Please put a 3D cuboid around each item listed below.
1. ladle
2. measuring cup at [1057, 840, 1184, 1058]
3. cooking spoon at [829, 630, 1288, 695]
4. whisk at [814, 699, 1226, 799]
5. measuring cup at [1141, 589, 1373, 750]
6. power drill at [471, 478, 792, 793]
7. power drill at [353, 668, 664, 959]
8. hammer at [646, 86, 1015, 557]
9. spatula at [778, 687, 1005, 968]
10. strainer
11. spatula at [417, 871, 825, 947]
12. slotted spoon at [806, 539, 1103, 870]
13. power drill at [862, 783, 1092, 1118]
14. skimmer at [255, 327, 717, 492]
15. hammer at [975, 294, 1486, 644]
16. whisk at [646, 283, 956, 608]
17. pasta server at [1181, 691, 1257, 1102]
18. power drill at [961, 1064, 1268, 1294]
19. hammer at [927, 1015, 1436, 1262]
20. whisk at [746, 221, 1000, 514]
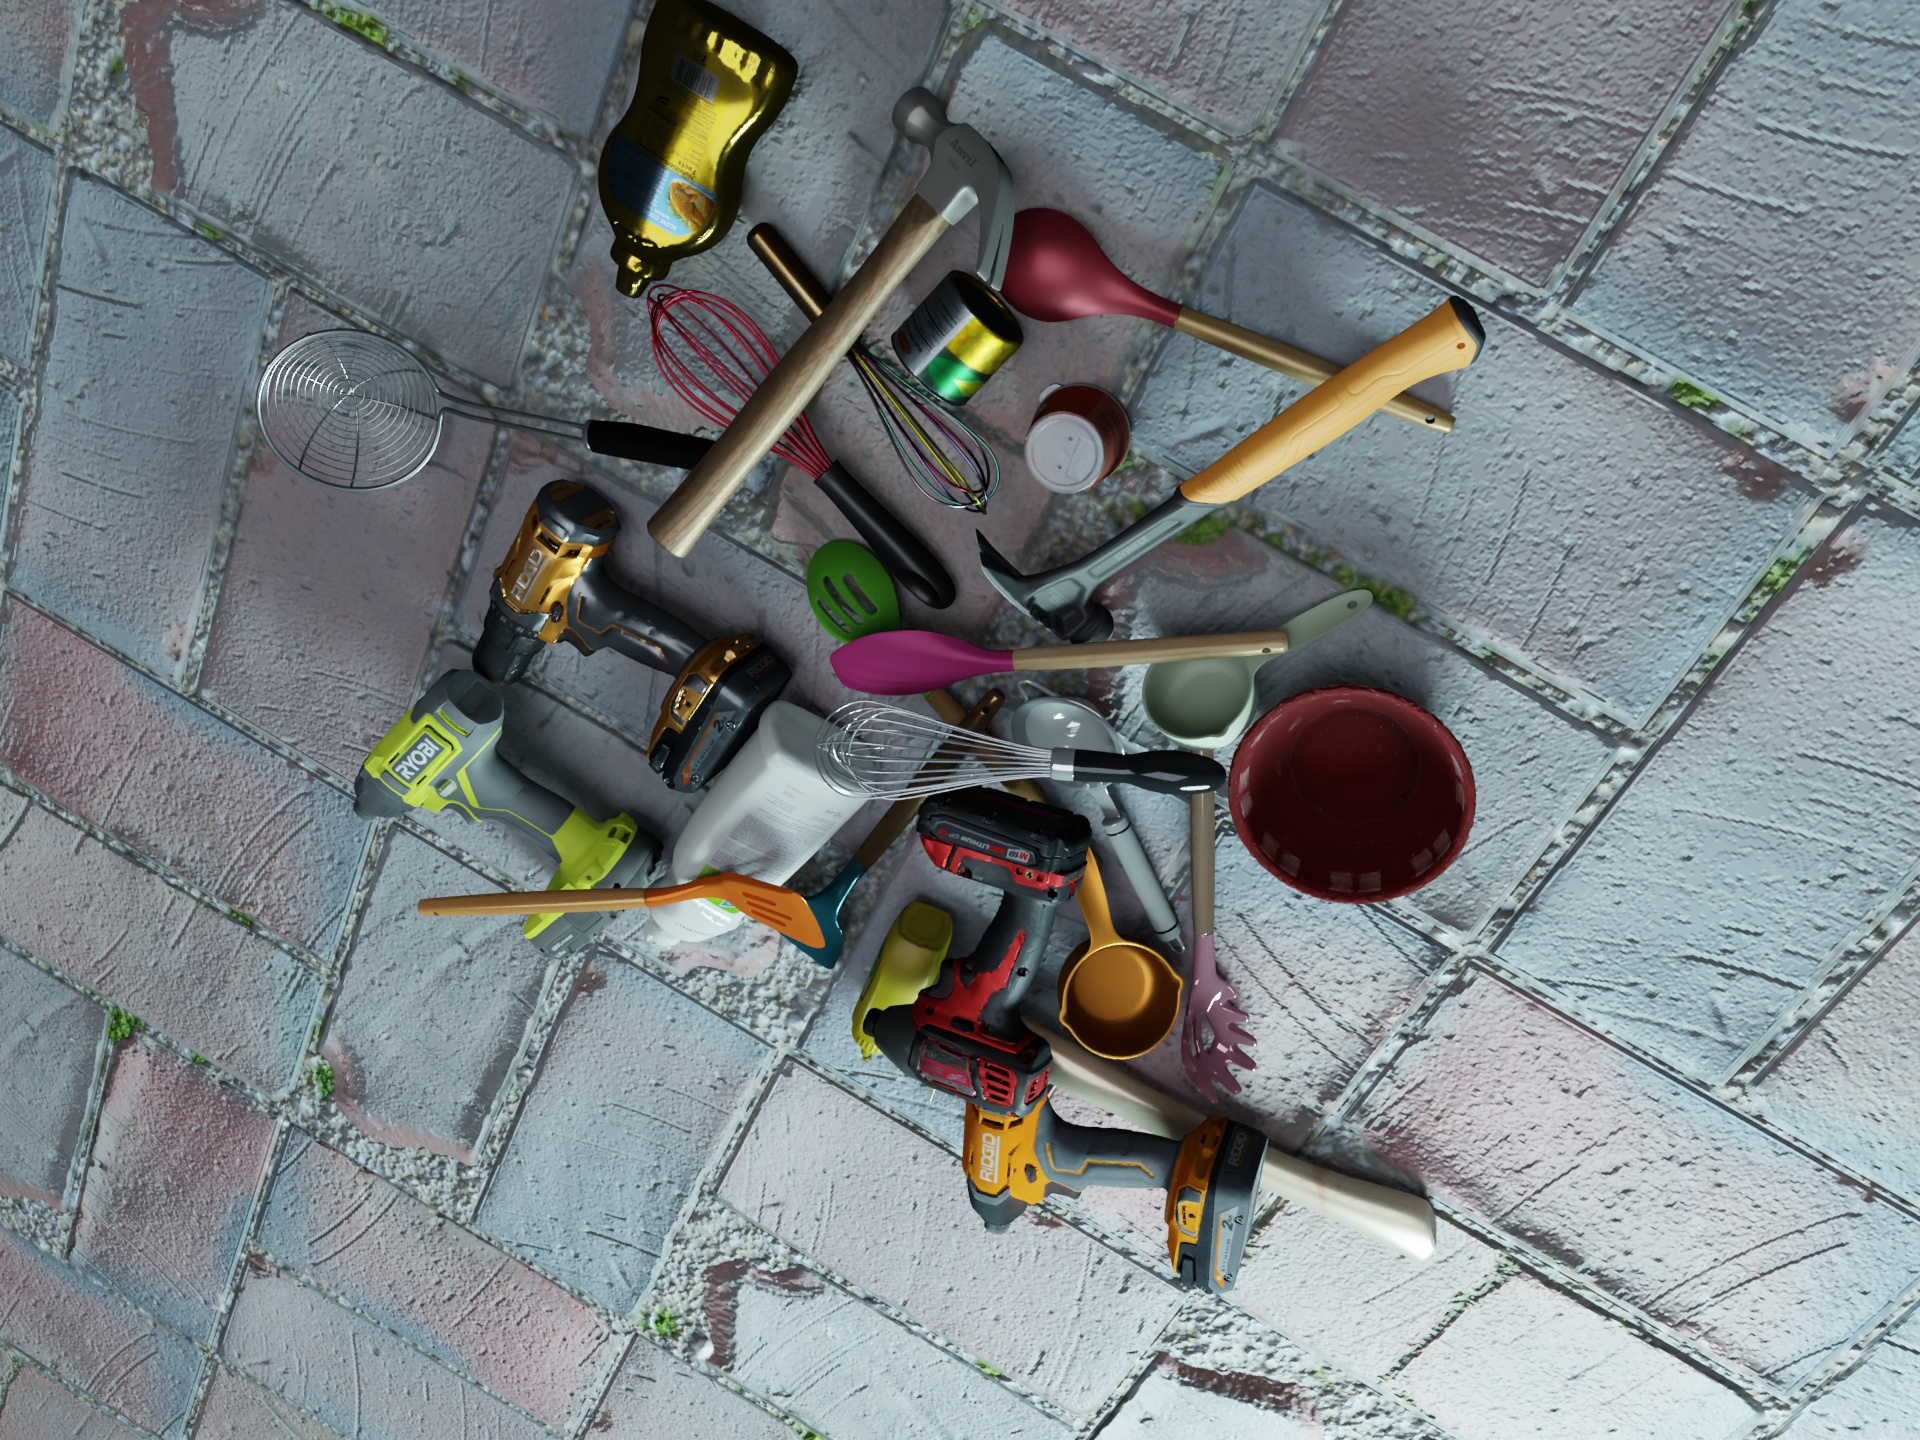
[{"bbox_3d":[0.161,-0.244,1.002,0.315,0.031,0.069,23,118,5],"label":"ladle"},{"bbox_3d":[0.104,0.162,1.182,0.095,0.052,0.173,-17,94,-4],"label":"measuring cup"},{"bbox_3d":[0.062,-0.043,1.084,0.319,0.017,0.068,-4,141,17],"label":"cooking spoon"},{"bbox_3d":[0.039,0.026,1.090,0.284,0.070,0.070,4,114,8],"label":"whisk"},{"bbox_3d":[0.203,-0.038,1.069,0.167,0.038,0.083,-29,60,9],"label":"measuring cup"},{"bbox_3d":[-0.261,-0.045,1.198,0.226,0.084,0.185,40,121,3],"label":"power drill"},{"bbox_3d":[-0.364,0.081,1.263,0.223,0.080,0.171,43,121,-15],"label":"power drill"},{"bbox_3d":[-0.089,-0.234,1.014,0.331,0.031,0.130,-48,65,16],"label":"hammer"},{"bbox_3d":[-0.058,0.083,1.203,0.082,0.044,0.317,39,119,-1],"label":"spatula"},{"bbox_3d":[0.108,0.066,1.148,0.087,0.050,0.258,-9,117,40],"label":"strainer"},{"bbox_3d":[-0.263,0.143,1.210,0.322,0.041,0.080,-3,142,9],"label":"spatula"},{"bbox_3d":[-0.002,-0.004,1.160,0.070,0.031,0.313,-38,99,30],"label":"slotted spoon"},{"bbox_3d":[0.009,0.164,1.145,0.143,0.078,0.219,15,102,22],"label":"power drill"},{"bbox_3d":[-0.328,-0.199,1.123,0.363,0.090,0.127,14,126,21],"label":"skimmer"},{"bbox_3d":[0.168,-0.159,0.996,0.337,0.034,0.127,-32,135,27],"label":"hammer"},{"bbox_3d":[-0.107,-0.186,1.098,0.073,0.073,0.295,-38,104,28],"label":"whisk"},{"bbox_3d":[0.181,0.131,1.154,0.040,0.060,0.316,29,128,55],"label":"pasta server"},{"bbox_3d":[0.109,0.353,1.215,0.226,0.084,0.164,13,120,17],"label":"power drill"},{"bbox_3d":[0.172,0.324,1.243,0.410,0.038,0.146,25,120,6],"label":"hammer"},{"bbox_3d":[-0.058,-0.235,1.067,0.051,0.047,0.245,-38,94,29],"label":"whisk"}]
